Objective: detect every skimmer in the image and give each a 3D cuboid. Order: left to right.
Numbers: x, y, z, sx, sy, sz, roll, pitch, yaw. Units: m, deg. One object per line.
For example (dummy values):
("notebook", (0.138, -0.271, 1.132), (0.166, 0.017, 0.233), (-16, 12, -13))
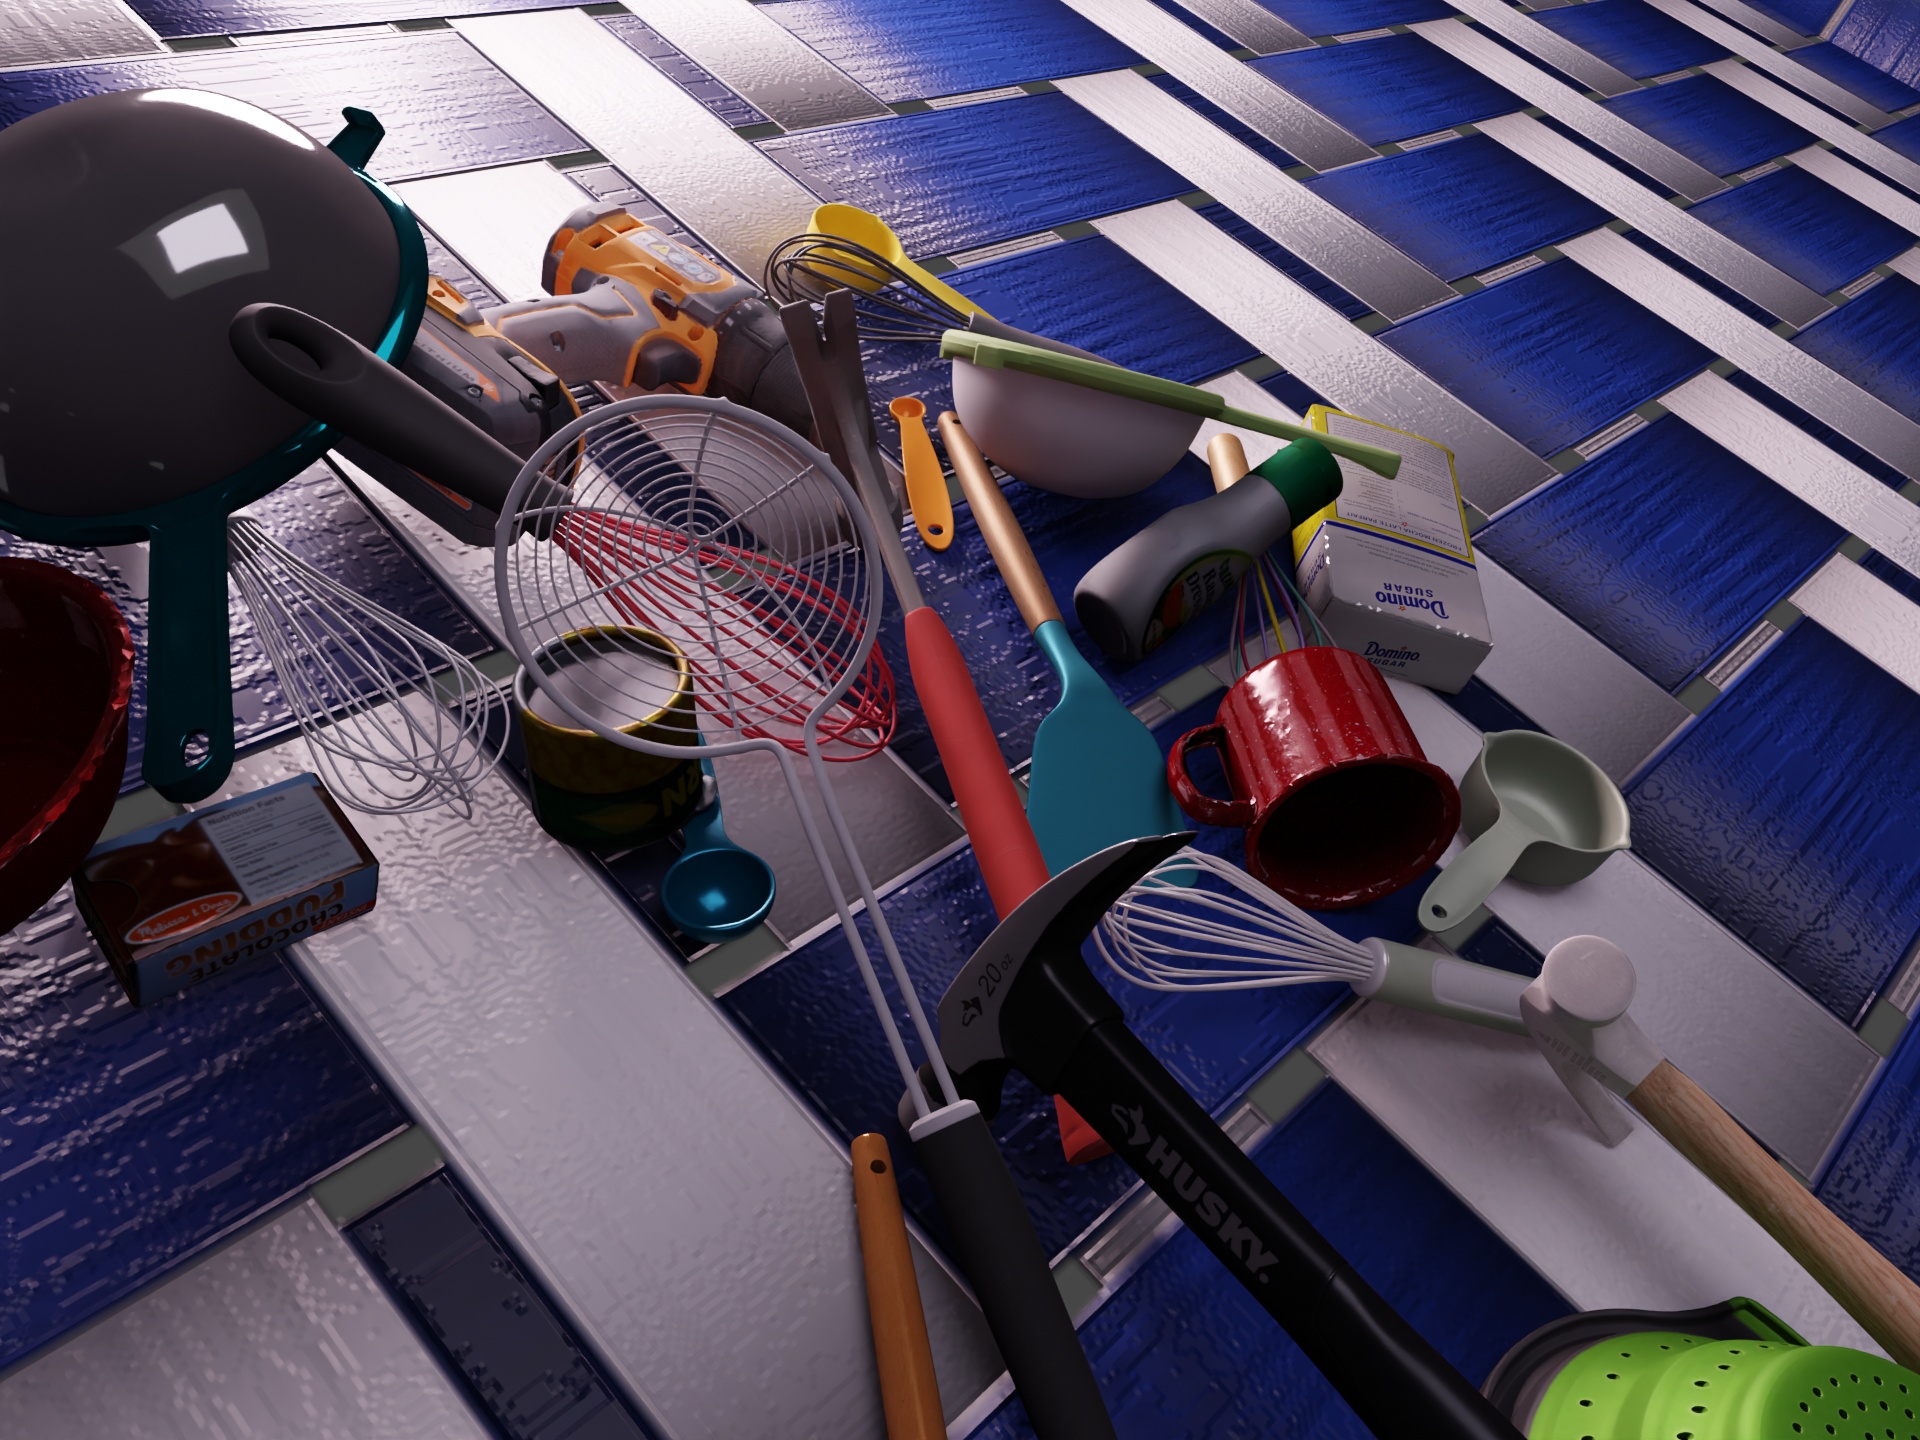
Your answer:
("skimmer", (-0.037, 0.070, 0.497), (0.127, 0.090, 0.363), (-27, 75, 9))

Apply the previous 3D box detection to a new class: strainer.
("strainer", (-0.307, -0.127, 0.583), (0.211, 0.095, 0.341), (-20, 56, 0))
("strainer", (0.107, -0.142, 0.838), (0.256, 0.069, 0.151), (13, 12, -11))

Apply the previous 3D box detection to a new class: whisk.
("whisk", (-0.270, -0.056, 0.620), (0.070, 0.070, 0.285), (-25, 55, -39))
("whisk", (-0.139, -0.068, 0.614), (0.295, 0.073, 0.073), (33, 37, -25))
("whisk", (0.003, -0.218, 0.905), (0.239, 0.055, 0.055), (18, 43, -13))
("whisk", (0.156, -0.077, 0.834), (0.047, 0.051, 0.245), (31, 33, -25))
("whisk", (0.157, 0.097, 0.639), (0.246, 0.059, 0.058), (16, 70, -19))

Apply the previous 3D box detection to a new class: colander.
("colander", (0.212, 0.292, 0.438), (0.397, 0.094, 0.205), (-27, 62, -40))

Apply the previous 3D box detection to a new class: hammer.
("hammer", (-0.001, -0.002, 0.631), (0.036, 0.149, 0.359), (-18, 59, -4))
("hammer", (0.116, 0.173, 0.451), (0.035, 0.146, 0.335), (-3, 38, -49))
("hammer", (0.328, 0.210, 0.548), (0.031, 0.130, 0.332), (-42, 65, -3))

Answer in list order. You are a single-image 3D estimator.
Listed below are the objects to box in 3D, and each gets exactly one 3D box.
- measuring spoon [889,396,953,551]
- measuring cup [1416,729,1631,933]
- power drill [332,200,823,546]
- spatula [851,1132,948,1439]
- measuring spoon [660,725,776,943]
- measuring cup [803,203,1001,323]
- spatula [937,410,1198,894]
("measuring spoon", (-0.020, -0.128, 0.828), (0.021, 0.011, 0.117), (-3, 51, -12))
("measuring cup", (0.245, 0.062, 0.728), (0.083, 0.038, 0.167), (41, 48, 19))
("power drill", (-0.165, -0.161, 0.751), (0.185, 0.084, 0.226), (35, 39, 10))
("spatula", (-0.004, 0.260, 0.435), (0.081, 0.041, 0.323), (4, 42, -18))
("measuring spoon", (-0.102, 0.041, 0.621), (0.042, 0.021, 0.129), (-10, 41, -14))
("measuring cup", (-0.025, -0.249, 0.942), (0.156, 0.029, 0.062), (34, 42, -5))
("spatula", (0.030, -0.050, 0.762), (0.082, 0.044, 0.318), (0, 42, -20))
